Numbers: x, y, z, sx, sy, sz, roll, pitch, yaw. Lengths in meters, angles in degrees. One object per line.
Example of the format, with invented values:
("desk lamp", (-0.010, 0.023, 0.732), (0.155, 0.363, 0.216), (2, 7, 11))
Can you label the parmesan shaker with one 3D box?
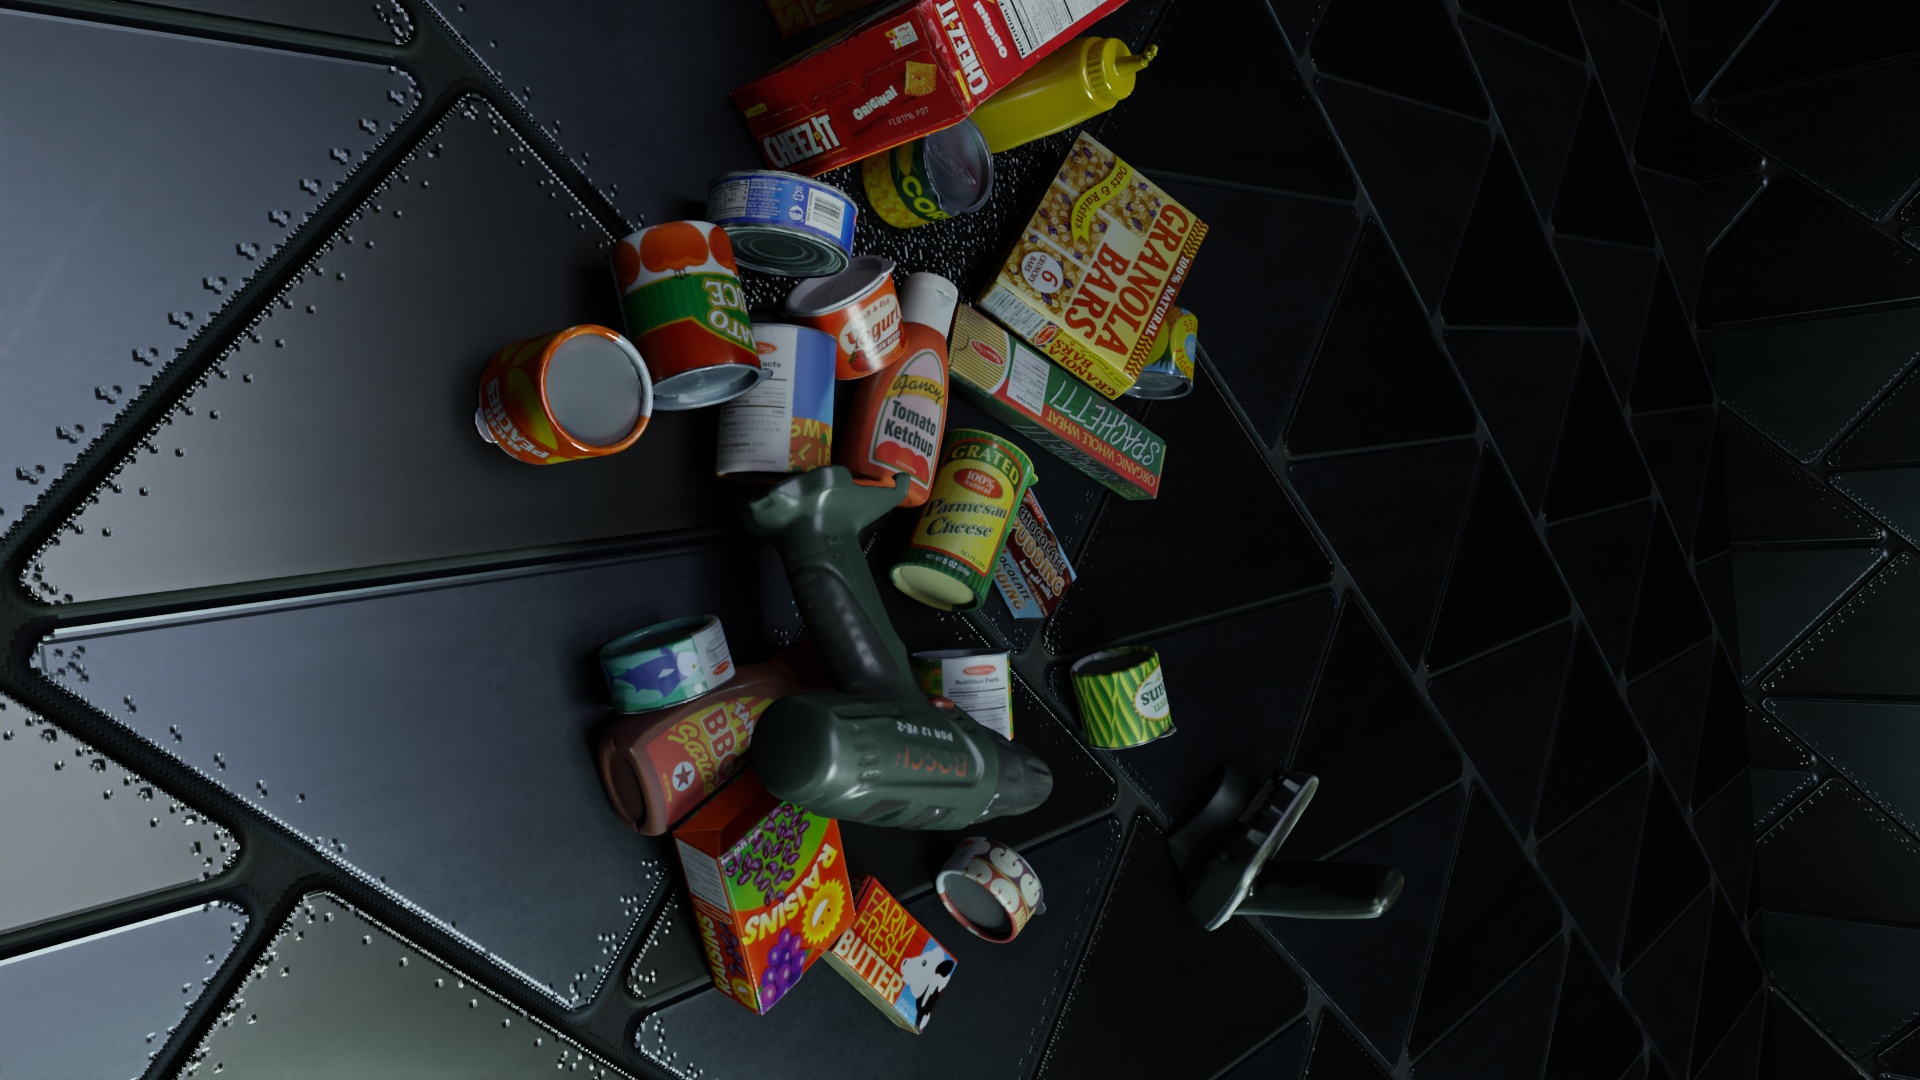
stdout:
("parmesan shaker", (0.003, -0.011, 0.906), (0.071, 0.071, 0.103), (41, 58, -38))

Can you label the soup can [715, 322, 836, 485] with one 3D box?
("soup can", (-0.105, -0.076, 0.799), (0.071, 0.071, 0.084), (8, 82, -47))

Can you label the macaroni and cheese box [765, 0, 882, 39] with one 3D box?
("macaroni and cheese box", (-0.062, -0.373, 0.793), (0.040, 0.166, 0.123), (-45, 119, -40))

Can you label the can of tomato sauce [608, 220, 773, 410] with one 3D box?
("can of tomato sauce", (-0.145, -0.120, 0.743), (0.071, 0.071, 0.083), (-5, 76, -47))

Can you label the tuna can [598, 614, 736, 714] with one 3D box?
("tuna can", (-0.157, 0.065, 0.733), (0.071, 0.071, 0.032), (-25, 104, -45))

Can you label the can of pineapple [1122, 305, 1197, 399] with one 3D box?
("can of pineapple", (0.151, -0.146, 1.077), (0.071, 0.071, 0.058), (18, 74, -45))

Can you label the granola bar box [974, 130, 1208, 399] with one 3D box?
("granola bar box", (0.099, -0.201, 1.014), (0.124, 0.039, 0.166), (34, 60, -11))

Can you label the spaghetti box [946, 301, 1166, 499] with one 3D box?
("spaghetti box", (0.068, -0.095, 1.013), (0.250, 0.028, 0.050), (27, 68, -43))

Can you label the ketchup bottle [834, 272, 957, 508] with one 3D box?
("ketchup bottle", (-0.035, -0.099, 0.891), (0.064, 0.043, 0.149), (26, 67, -36))

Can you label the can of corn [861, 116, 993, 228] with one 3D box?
("can of corn", (-0.022, -0.238, 0.905), (0.071, 0.058, 0.071), (4, 84, -47))

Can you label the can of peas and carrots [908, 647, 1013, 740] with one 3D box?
("can of peas and carrots", (0.000, 0.101, 0.900), (0.071, 0.071, 0.058), (-2, 89, -47))

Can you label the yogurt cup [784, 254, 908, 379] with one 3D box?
("yogurt cup", (-0.066, -0.135, 0.847), (0.073, 0.072, 0.053), (-51, 130, -37))

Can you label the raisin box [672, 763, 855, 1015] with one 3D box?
("raisin box", (-0.105, 0.188, 0.771), (0.086, 0.040, 0.122), (-40, 135, -42))

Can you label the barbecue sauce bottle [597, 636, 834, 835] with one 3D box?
("barbecue sauce bottle", (-0.129, 0.100, 0.774), (0.149, 0.043, 0.064), (-31, 121, -44))

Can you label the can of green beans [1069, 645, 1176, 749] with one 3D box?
("can of green beans", (0.118, 0.115, 1.024), (0.071, 0.071, 0.057), (-23, 104, -46))

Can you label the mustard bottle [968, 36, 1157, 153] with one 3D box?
("mustard bottle", (0.066, -0.304, 0.931), (0.048, 0.160, 0.065), (47, 57, -36))

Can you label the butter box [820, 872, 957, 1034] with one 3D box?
("butter box", (-0.047, 0.257, 0.865), (0.103, 0.024, 0.053), (53, 53, -31))

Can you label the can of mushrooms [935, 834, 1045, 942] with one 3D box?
("can of mushrooms", (0.020, 0.229, 0.907), (0.034, 0.071, 0.071), (-44, 118, -38))

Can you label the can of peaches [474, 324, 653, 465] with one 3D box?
("can of peaches", (-0.200, -0.072, 0.701), (0.071, 0.058, 0.071), (4, 84, -48))

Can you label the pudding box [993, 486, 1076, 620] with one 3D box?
("pudding box", (0.044, 0.009, 0.978), (0.050, 0.030, 0.083), (-49, 122, -38))
